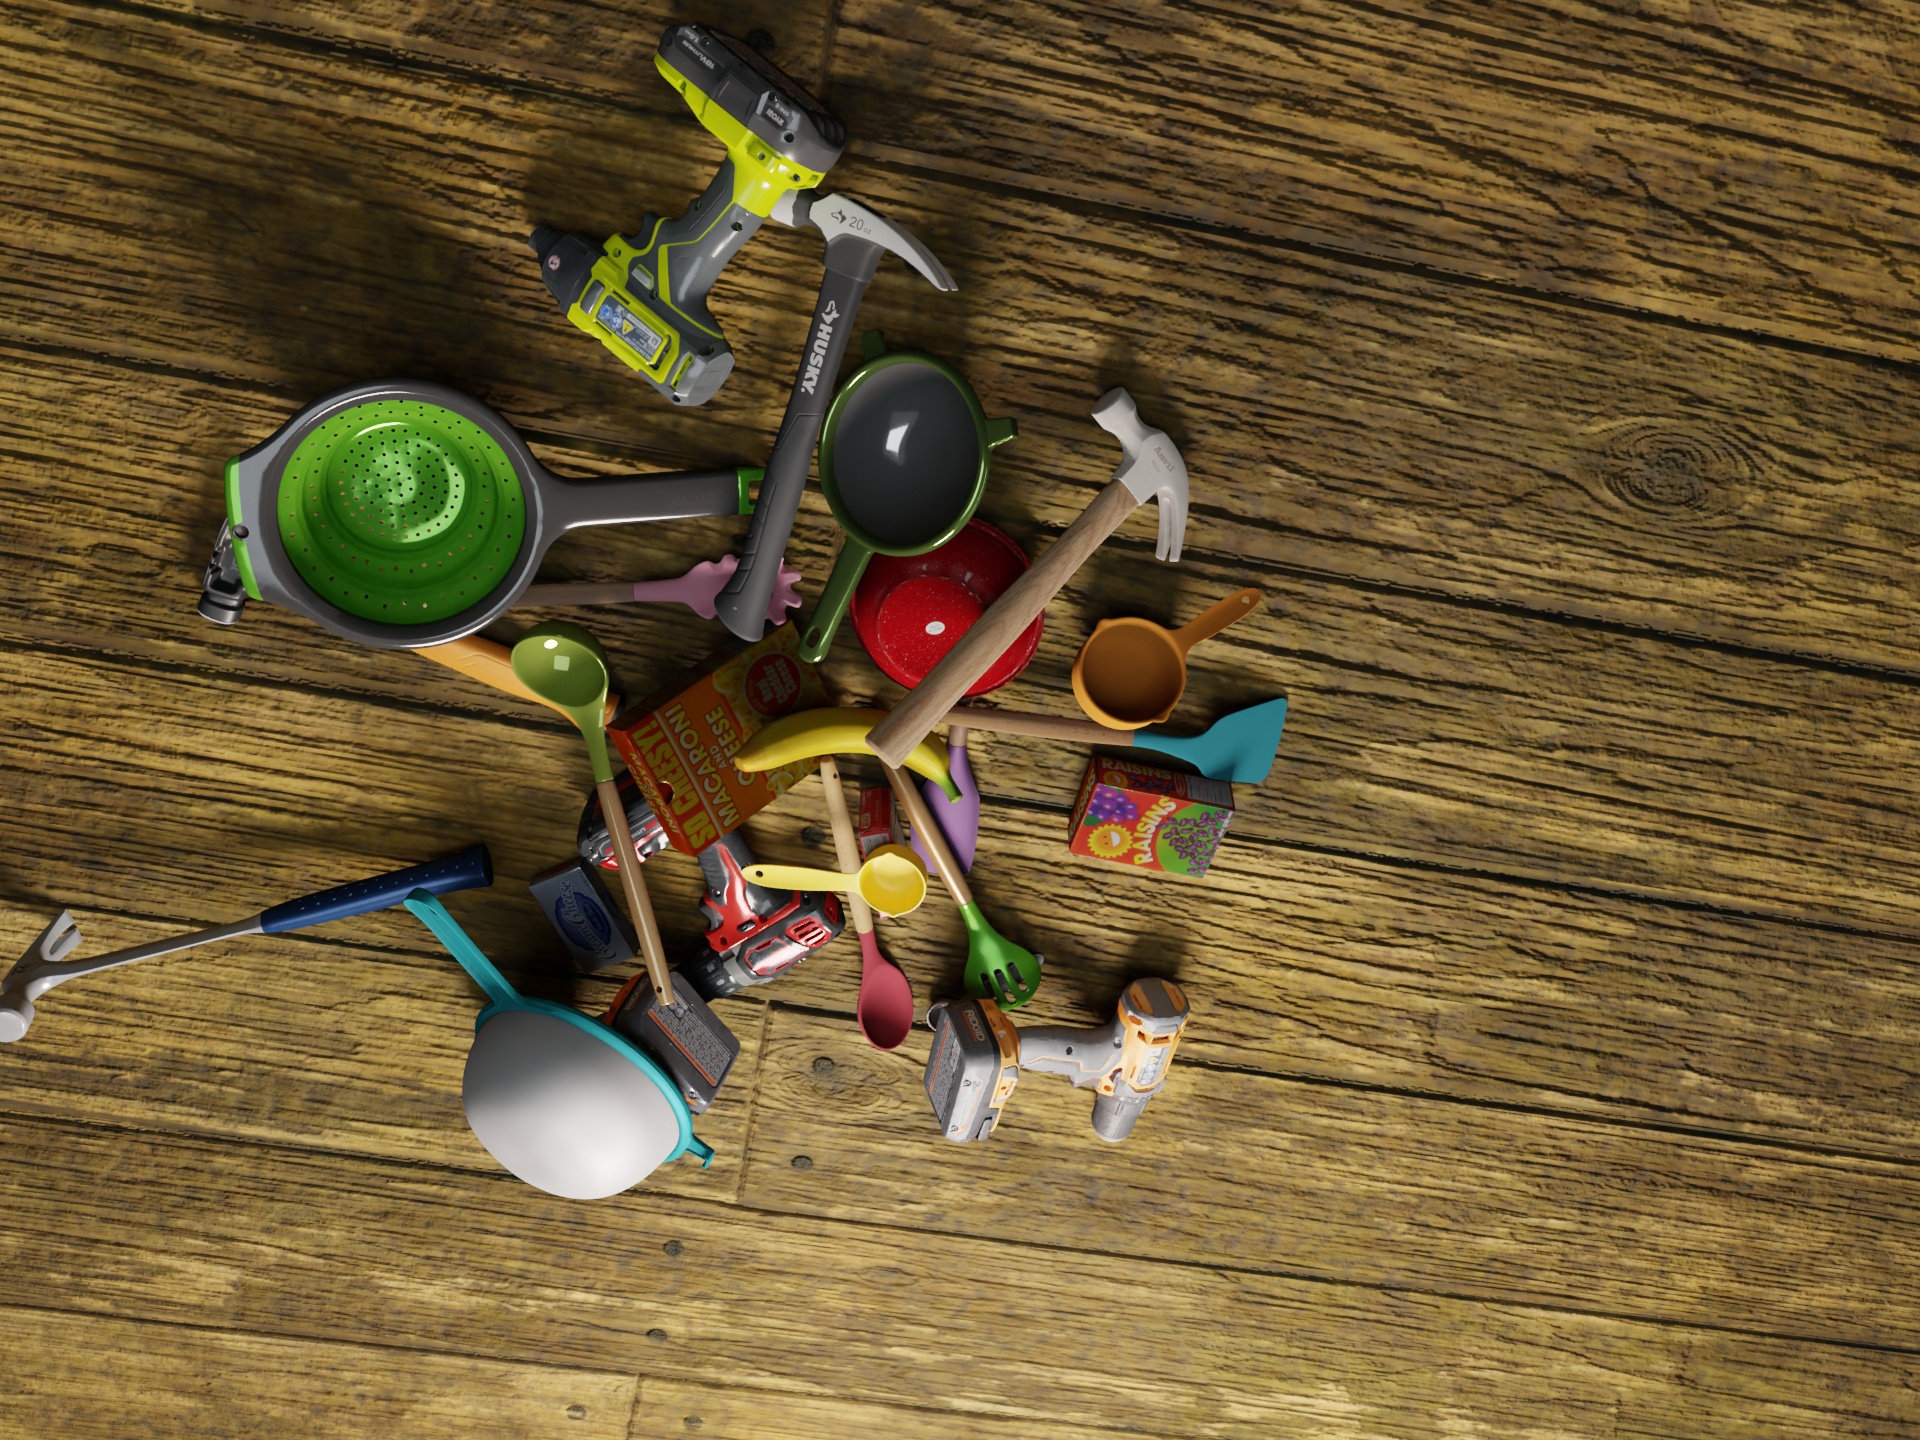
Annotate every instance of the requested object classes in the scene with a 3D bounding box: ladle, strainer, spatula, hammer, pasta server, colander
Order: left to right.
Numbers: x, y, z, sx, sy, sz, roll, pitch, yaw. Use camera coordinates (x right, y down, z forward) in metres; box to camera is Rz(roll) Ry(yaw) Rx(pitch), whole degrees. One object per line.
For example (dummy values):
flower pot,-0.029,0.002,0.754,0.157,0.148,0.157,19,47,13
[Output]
hammer,-0.604,0.170,1.358,0.405,0.144,0.035,-14,119,-5
hammer,-0.427,-0.075,1.275,0.336,0.034,0.127,24,114,-13
strainer,-0.365,0.286,1.299,0.211,0.095,0.340,-8,126,34
colander,-0.339,-0.173,1.210,0.397,0.095,0.204,-7,117,-19
pasta server,-0.284,-0.100,1.248,0.316,0.040,0.060,-3,100,-8
ladle,-0.281,0.076,1.258,0.078,0.062,0.320,-13,95,23
hammer,-0.114,-0.213,1.174,0.146,0.035,0.334,25,111,14
ladle,-0.087,0.161,1.378,0.031,0.069,0.315,14,130,32
strainer,-0.052,-0.155,1.213,0.152,0.069,0.256,37,114,23
spatula,-0.002,-0.004,1.334,0.060,0.018,0.315,6,117,-1
hammer,0.052,-0.092,1.213,0.331,0.031,0.130,-47,114,-7
spatula,0.117,0.007,1.330,0.317,0.044,0.082,7,118,-5

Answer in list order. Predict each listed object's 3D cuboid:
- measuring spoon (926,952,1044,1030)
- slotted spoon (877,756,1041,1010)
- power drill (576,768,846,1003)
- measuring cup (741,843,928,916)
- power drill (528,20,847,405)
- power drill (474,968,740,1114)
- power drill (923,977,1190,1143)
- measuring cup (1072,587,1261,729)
measuring spoon,0.023,0.246,1.464,0.124,0.018,0.034,-32,115,6
slotted spoon,-0.009,0.138,1.386,0.070,0.031,0.313,-24,114,6
power drill,-0.233,0.148,1.371,0.188,0.080,0.226,-31,116,13
measuring cup,-0.103,0.126,1.314,0.156,0.029,0.062,3,116,11
power drill,-0.196,-0.357,1.107,0.171,0.080,0.223,40,113,6
power drill,-0.307,0.307,1.412,0.226,0.084,0.164,-18,119,34
power drill,0.085,0.323,1.446,0.226,0.084,0.185,-2,127,-21
measuring cup,0.169,-0.057,1.298,0.173,0.052,0.095,-31,86,-14
